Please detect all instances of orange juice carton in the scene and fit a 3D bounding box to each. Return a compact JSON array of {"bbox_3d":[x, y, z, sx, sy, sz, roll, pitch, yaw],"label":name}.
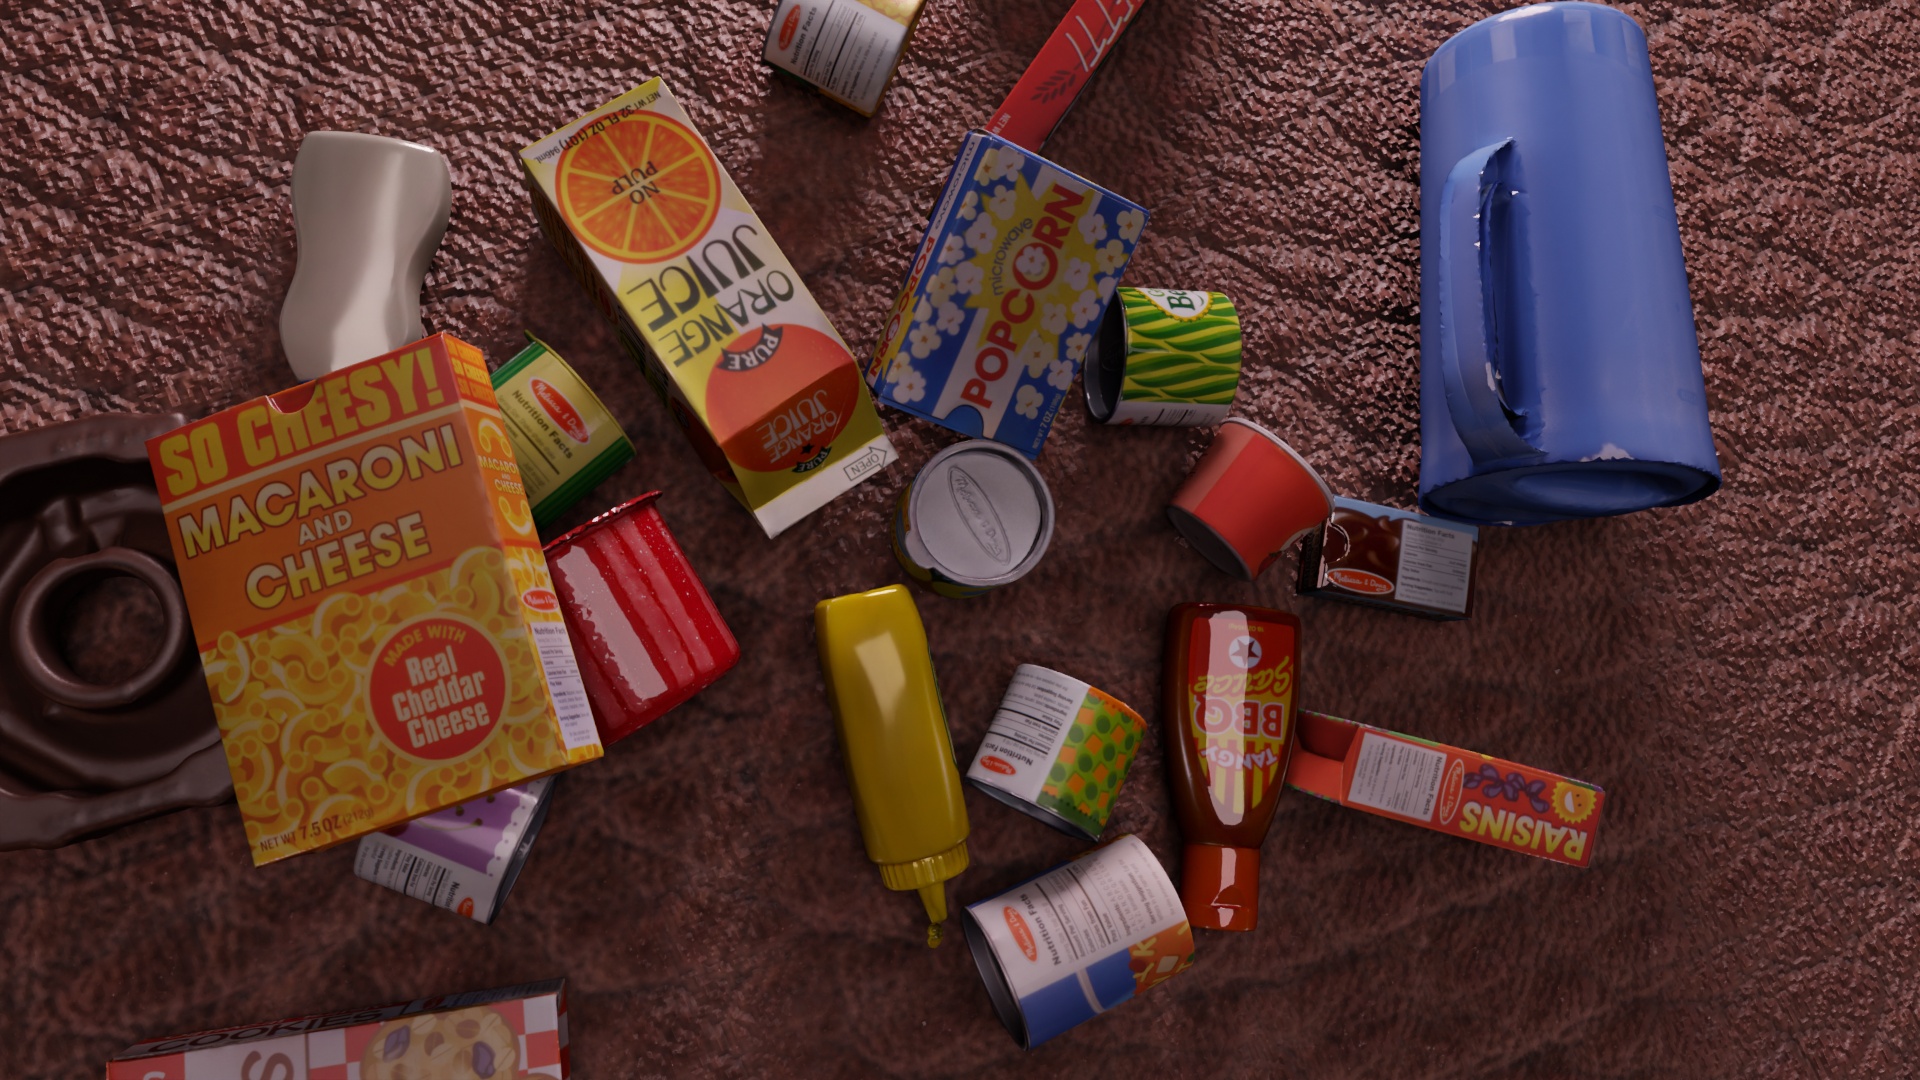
[{"bbox_3d":[-0.110,-0.097,0.619,0.072,0.073,0.192,-35,90,-14],"label":"orange juice carton"}]

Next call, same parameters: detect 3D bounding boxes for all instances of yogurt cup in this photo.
[{"bbox_3d":[0.136,-0.017,0.665,0.072,0.072,0.054,44,84,-3],"label":"yogurt cup"}]

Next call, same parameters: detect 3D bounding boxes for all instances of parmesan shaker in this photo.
[{"bbox_3d":[-0.202,-0.031,0.593,0.103,0.071,0.071,-42,92,-14],"label":"parmesan shaker"}]

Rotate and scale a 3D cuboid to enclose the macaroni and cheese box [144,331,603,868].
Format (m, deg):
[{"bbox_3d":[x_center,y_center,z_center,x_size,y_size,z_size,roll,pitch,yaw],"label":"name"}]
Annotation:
[{"bbox_3d":[-0.219,0.021,0.518,0.124,0.040,0.166,-19,84,4],"label":"macaroni and cheese box"}]

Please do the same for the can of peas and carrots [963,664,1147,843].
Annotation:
[{"bbox_3d":[0.045,0.097,0.627,0.071,0.071,0.059,28,77,-7],"label":"can of peas and carrots"}]

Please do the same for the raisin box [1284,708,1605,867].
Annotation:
[{"bbox_3d":[0.220,0.113,0.649,0.123,0.086,0.040,16,85,-9],"label":"raisin box"}]

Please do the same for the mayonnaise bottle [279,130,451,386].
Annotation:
[{"bbox_3d":[-0.263,-0.101,0.605,0.065,0.041,0.148,6,81,-9],"label":"mayonnaise bottle"}]

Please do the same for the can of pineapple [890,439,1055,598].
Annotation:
[{"bbox_3d":[0.002,-0.008,0.637,0.071,0.057,0.071,2,81,-11],"label":"can of pineapple"}]

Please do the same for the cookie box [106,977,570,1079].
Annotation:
[{"bbox_3d":[-0.241,0.252,0.554,0.168,0.040,0.123,-5,83,-13],"label":"cookie box"}]

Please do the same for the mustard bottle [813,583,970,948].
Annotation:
[{"bbox_3d":[-0.026,0.100,0.614,0.049,0.065,0.160,-14,90,-8],"label":"mustard bottle"}]

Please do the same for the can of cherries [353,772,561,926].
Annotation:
[{"bbox_3d":[-0.205,0.114,0.572,0.058,0.071,0.071,23,78,-7],"label":"can of cherries"}]

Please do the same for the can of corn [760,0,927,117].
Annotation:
[{"bbox_3d":[-0.054,-0.245,0.659,0.058,0.071,0.071,26,77,-8],"label":"can of corn"}]

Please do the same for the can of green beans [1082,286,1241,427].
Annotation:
[{"bbox_3d":[0.095,-0.088,0.665,0.058,0.071,0.071,1,82,-12],"label":"can of green beans"}]

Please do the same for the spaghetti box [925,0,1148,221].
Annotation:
[{"bbox_3d":[0.065,-0.253,0.692,0.028,0.050,0.251,36,76,-6],"label":"spaghetti box"}]

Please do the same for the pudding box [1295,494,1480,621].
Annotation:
[{"bbox_3d":[0.213,0.009,0.693,0.084,0.030,0.050,11,81,-10],"label":"pudding box"}]

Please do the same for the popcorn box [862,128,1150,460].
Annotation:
[{"bbox_3d":[0.020,-0.111,0.634,0.085,0.038,0.126,19,102,-24],"label":"popcorn box"}]

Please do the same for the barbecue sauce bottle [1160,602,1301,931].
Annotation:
[{"bbox_3d":[0.125,0.105,0.653,0.065,0.043,0.148,6,81,-7],"label":"barbecue sauce bottle"}]

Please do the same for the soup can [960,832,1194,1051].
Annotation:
[{"bbox_3d":[0.051,0.178,0.617,0.084,0.071,0.071,-21,87,-15],"label":"soup can"}]
